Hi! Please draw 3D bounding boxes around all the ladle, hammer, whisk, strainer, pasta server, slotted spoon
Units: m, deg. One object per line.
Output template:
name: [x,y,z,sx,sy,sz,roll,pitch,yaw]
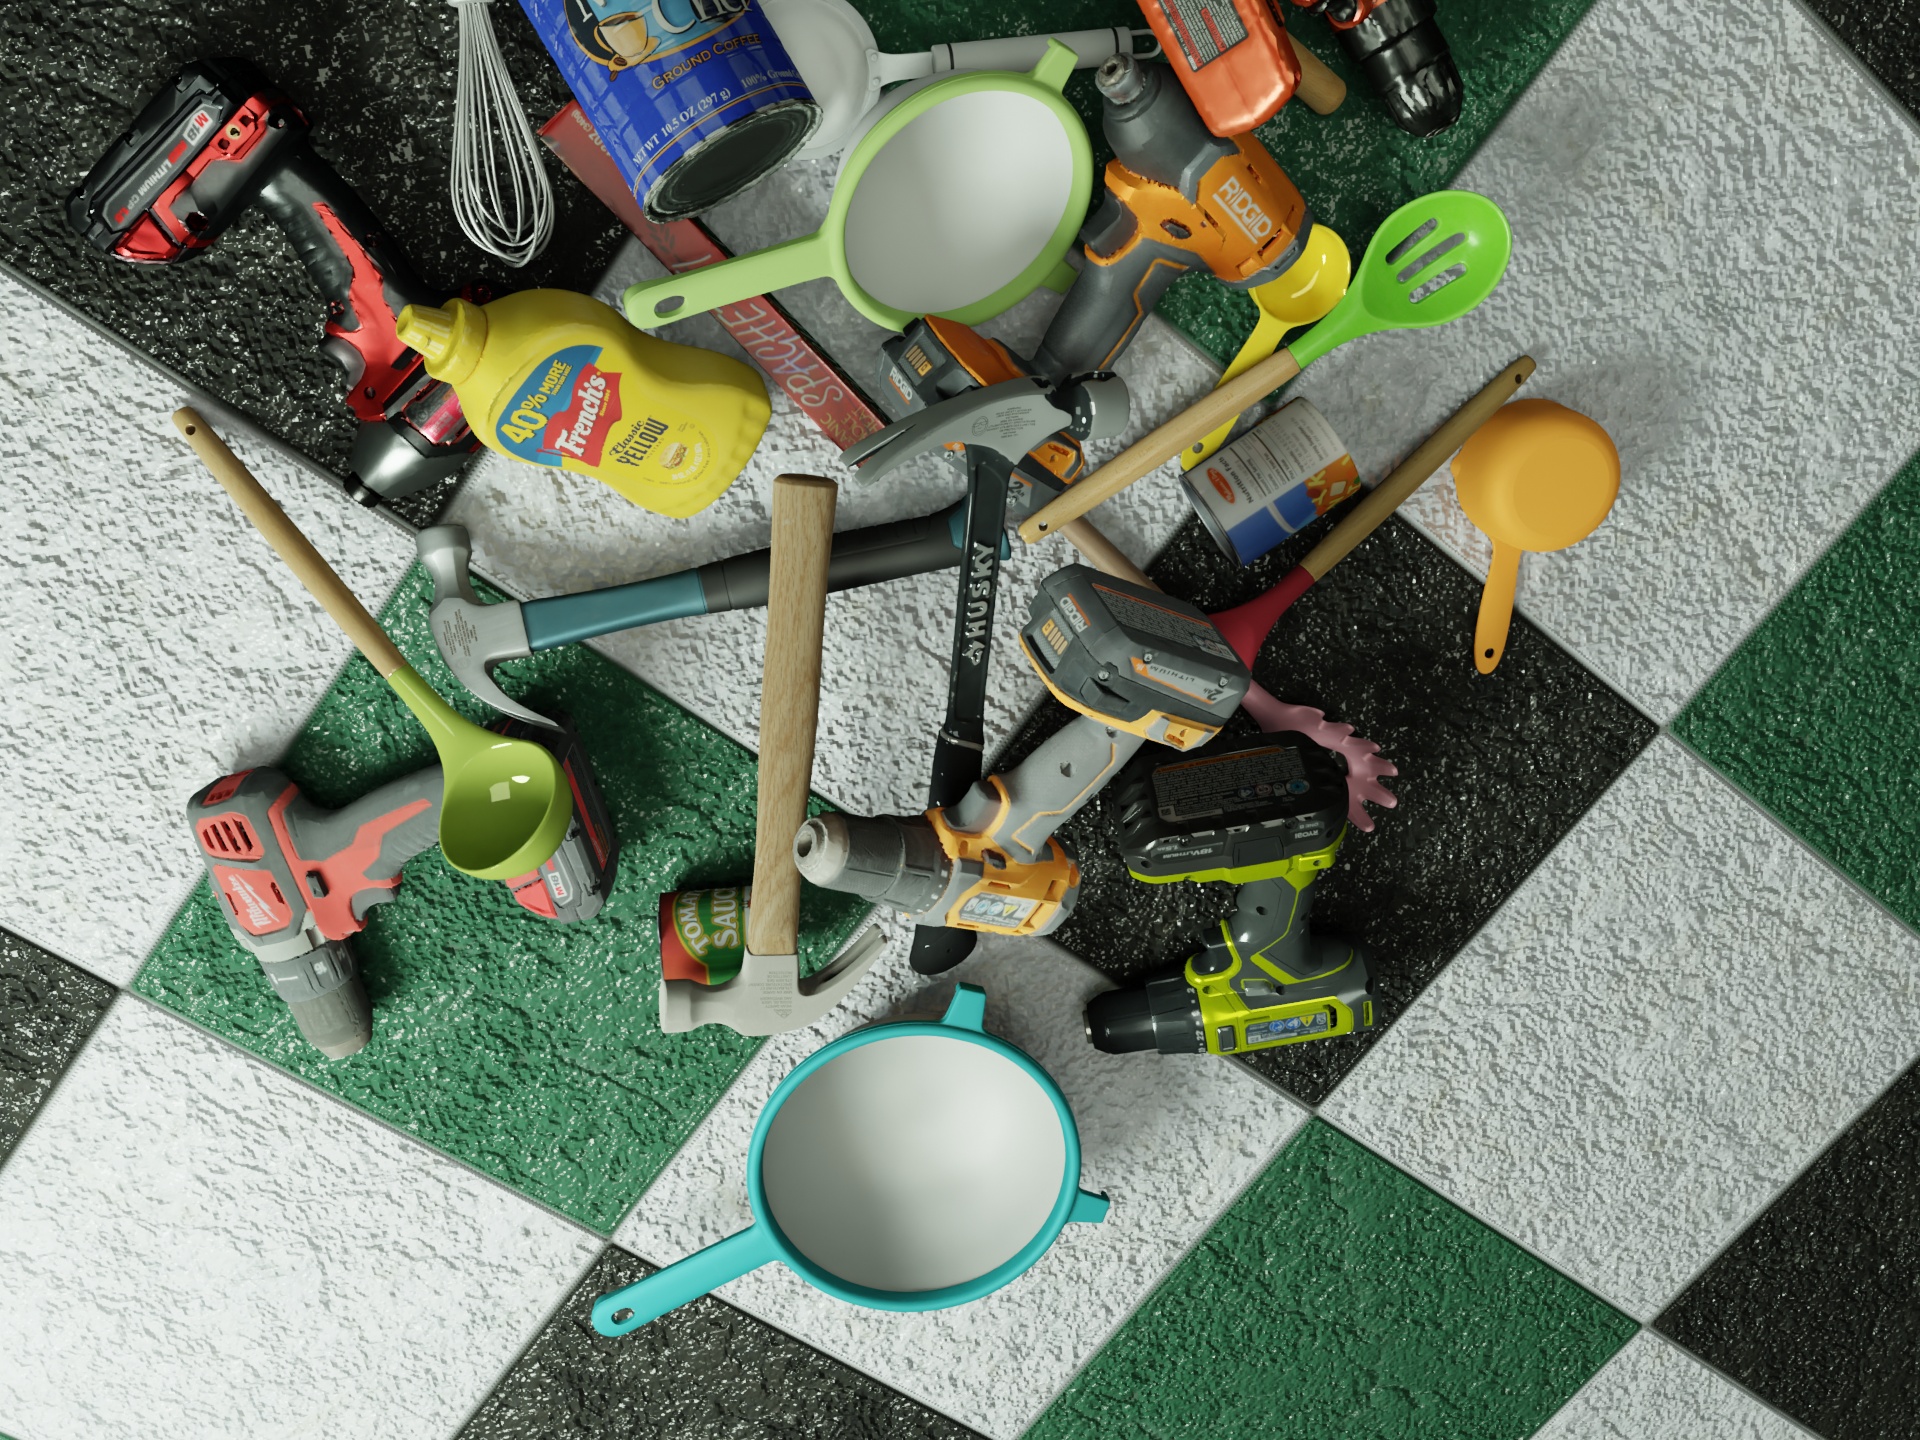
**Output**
ladle: [-0.324,-0.047,0.856,0.078,0.062,0.320,-40,89,1]
hammer: [-0.135,-0.079,0.913,0.331,0.033,0.128,-13,84,-7]
whisk: [0.109,-0.401,0.839,0.244,0.051,0.047,31,125,-21]
hammer: [-0.001,-0.003,0.906,0.149,0.036,0.408,-13,132,-23]
ladle: [0.224,-0.106,0.946,0.315,0.031,0.069,-43,116,0]
whisk: [-0.246,-0.357,0.806,0.058,0.059,0.246,-21,112,-40]
strainer: [-0.087,0.300,1.044,0.340,0.095,0.211,-28,108,6]
hammer: [-0.097,0.026,0.906,0.130,0.031,0.331,1,107,-17]
strainer: [-0.017,-0.348,0.840,0.258,0.050,0.086,-9,115,-7]
pasta server: [0.151,-0.042,0.974,0.316,0.040,0.060,41,93,-17]
strainer: [-0.058,-0.266,0.831,0.256,0.069,0.151,-21,145,-10]
slotted spoon: [0.165,-0.192,0.899,0.314,0.031,0.070,-33,106,11]

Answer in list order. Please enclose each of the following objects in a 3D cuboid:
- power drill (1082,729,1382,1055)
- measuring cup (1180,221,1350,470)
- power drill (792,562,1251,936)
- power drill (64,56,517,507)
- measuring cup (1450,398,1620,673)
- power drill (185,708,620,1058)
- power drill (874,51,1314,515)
power drill: [0.161,0.125,0.994,0.190,0.080,0.228,-10,129,4]
measuring cup: [0.167,-0.216,0.921,0.062,0.029,0.156,20,117,-20]
power drill: [0.028,0.025,0.870,0.185,0.084,0.226,14,123,-39]
power drill: [-0.335,-0.221,0.832,0.143,0.079,0.219,-43,112,9]
measuring cup: [0.344,-0.105,0.964,0.095,0.052,0.173,3,108,-8]
power drill: [-0.324,0.099,0.951,0.226,0.080,0.187,-14,111,2]
power drill: [0.063,-0.231,0.835,0.226,0.084,0.164,-44,141,15]
